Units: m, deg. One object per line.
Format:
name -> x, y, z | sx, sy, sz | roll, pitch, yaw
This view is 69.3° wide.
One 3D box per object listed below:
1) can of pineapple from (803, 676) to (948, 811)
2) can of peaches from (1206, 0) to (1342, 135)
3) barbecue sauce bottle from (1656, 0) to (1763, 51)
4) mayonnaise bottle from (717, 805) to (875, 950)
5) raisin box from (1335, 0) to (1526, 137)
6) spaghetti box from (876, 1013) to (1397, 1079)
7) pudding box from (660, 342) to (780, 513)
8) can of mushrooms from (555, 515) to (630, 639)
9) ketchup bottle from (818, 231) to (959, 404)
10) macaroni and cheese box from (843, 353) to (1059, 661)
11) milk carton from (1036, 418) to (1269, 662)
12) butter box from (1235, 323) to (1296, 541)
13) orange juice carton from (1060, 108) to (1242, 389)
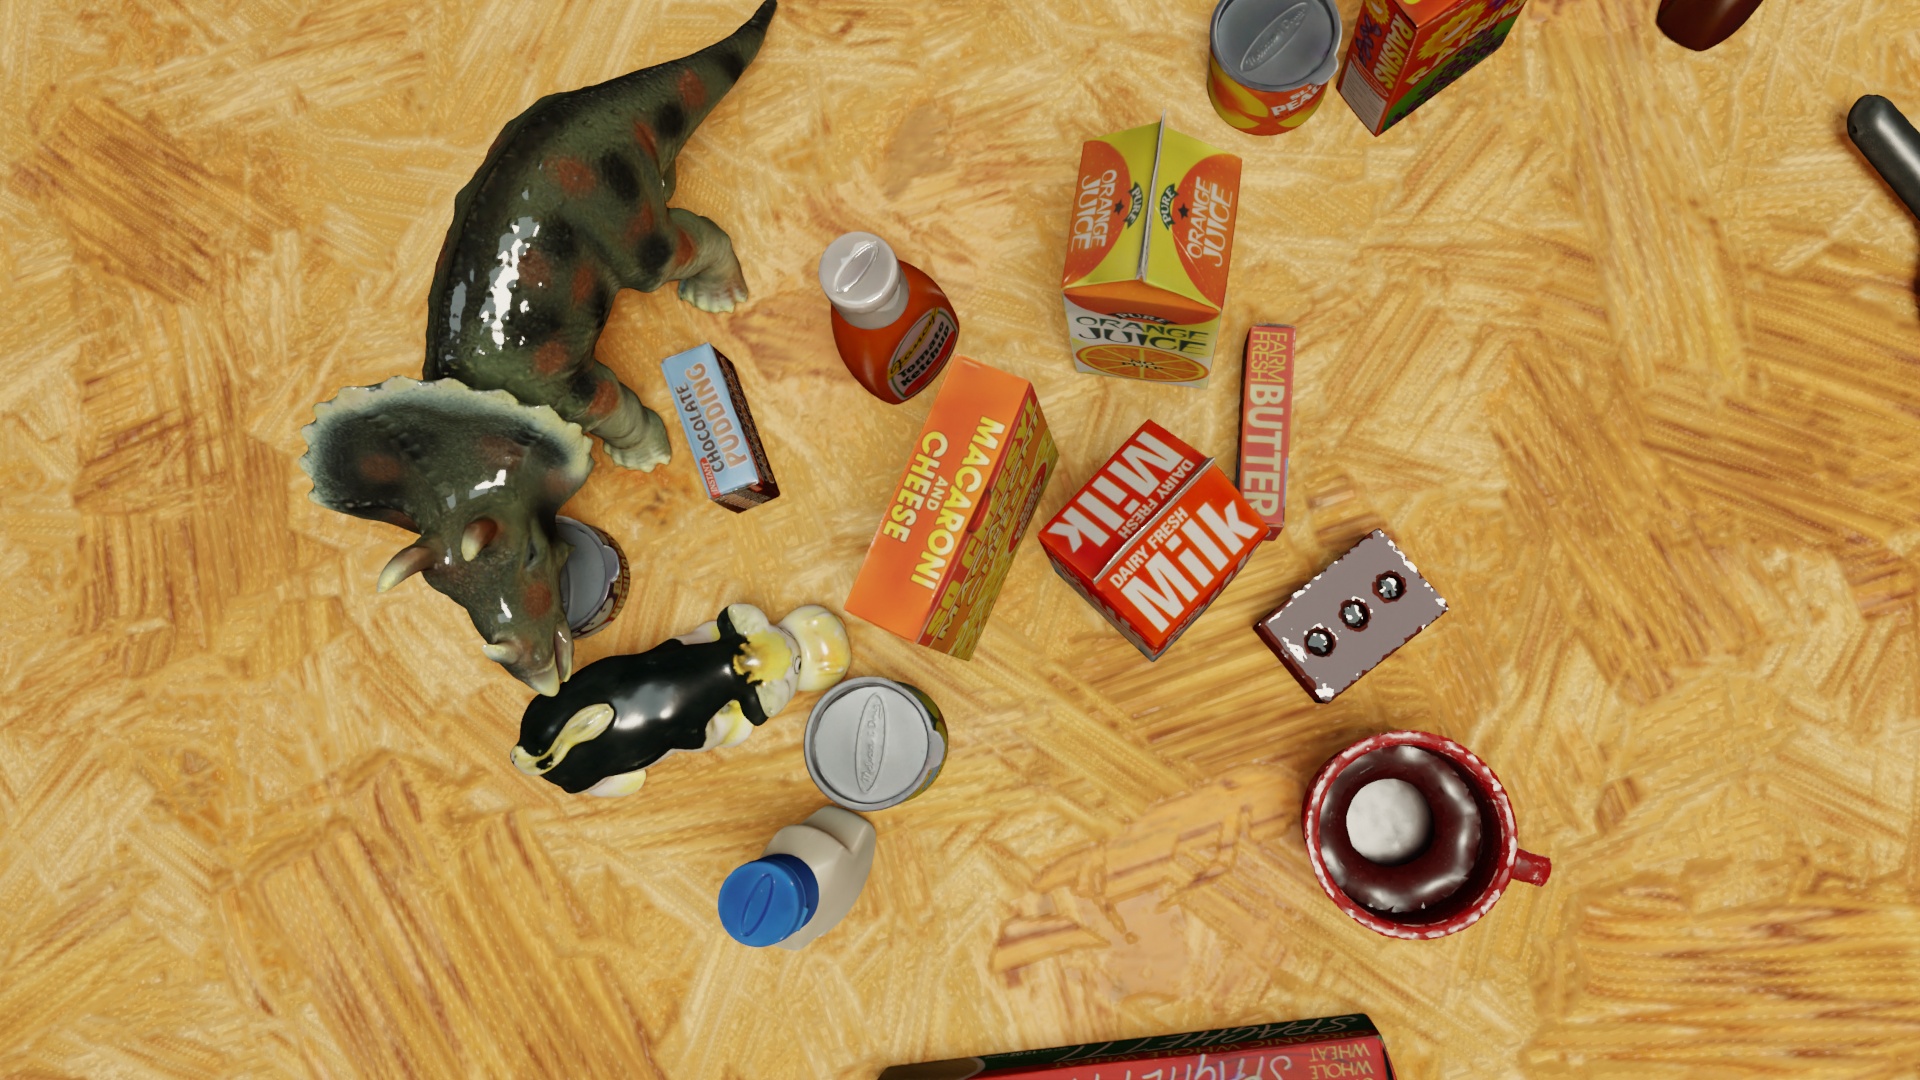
can of pineapple -> -0.040, 0.104, 0.710 | 0.071, 0.058, 0.071 | -1, 82, 7
can of peaches -> 0.165, -0.254, 0.733 | 0.071, 0.058, 0.071 | -1, 82, 7
barbecue sauce bottle -> 0.387, -0.295, 0.664 | 0.044, 0.148, 0.065 | 38, 89, 10
mayonnaise bottle -> -0.077, 0.163, 0.661 | 0.041, 0.148, 0.065 | 22, 86, 10
raisin box -> 0.239, -0.262, 0.691 | 0.086, 0.123, 0.040 | -35, 80, 2
spaghetti box -> 0.081, 0.263, 0.677 | 0.250, 0.050, 0.029 | -9, 82, 6
pudding box -> -0.129, -0.060, 0.749 | 0.030, 0.049, 0.084 | -22, 80, 4
can of mushrooms -> -0.214, 0.021, 0.757 | 0.071, 0.033, 0.071 | -1, 82, 7
ketchup bottle -> -0.038, -0.113, 0.694 | 0.043, 0.148, 0.065 | 38, 89, 10
macaroni and cheese box -> 0.002, -0.008, 0.665 | 0.040, 0.166, 0.124 | 23, 86, 10
milk carton -> 0.088, 0.003, 0.640 | 0.073, 0.190, 0.072 | 43, 90, 10
butter box -> 0.155, -0.054, 0.709 | 0.024, 0.053, 0.103 | 4, 83, 8
orange juice carton -> 0.091, -0.131, 0.657 | 0.073, 0.192, 0.072 | 9, 84, 9
